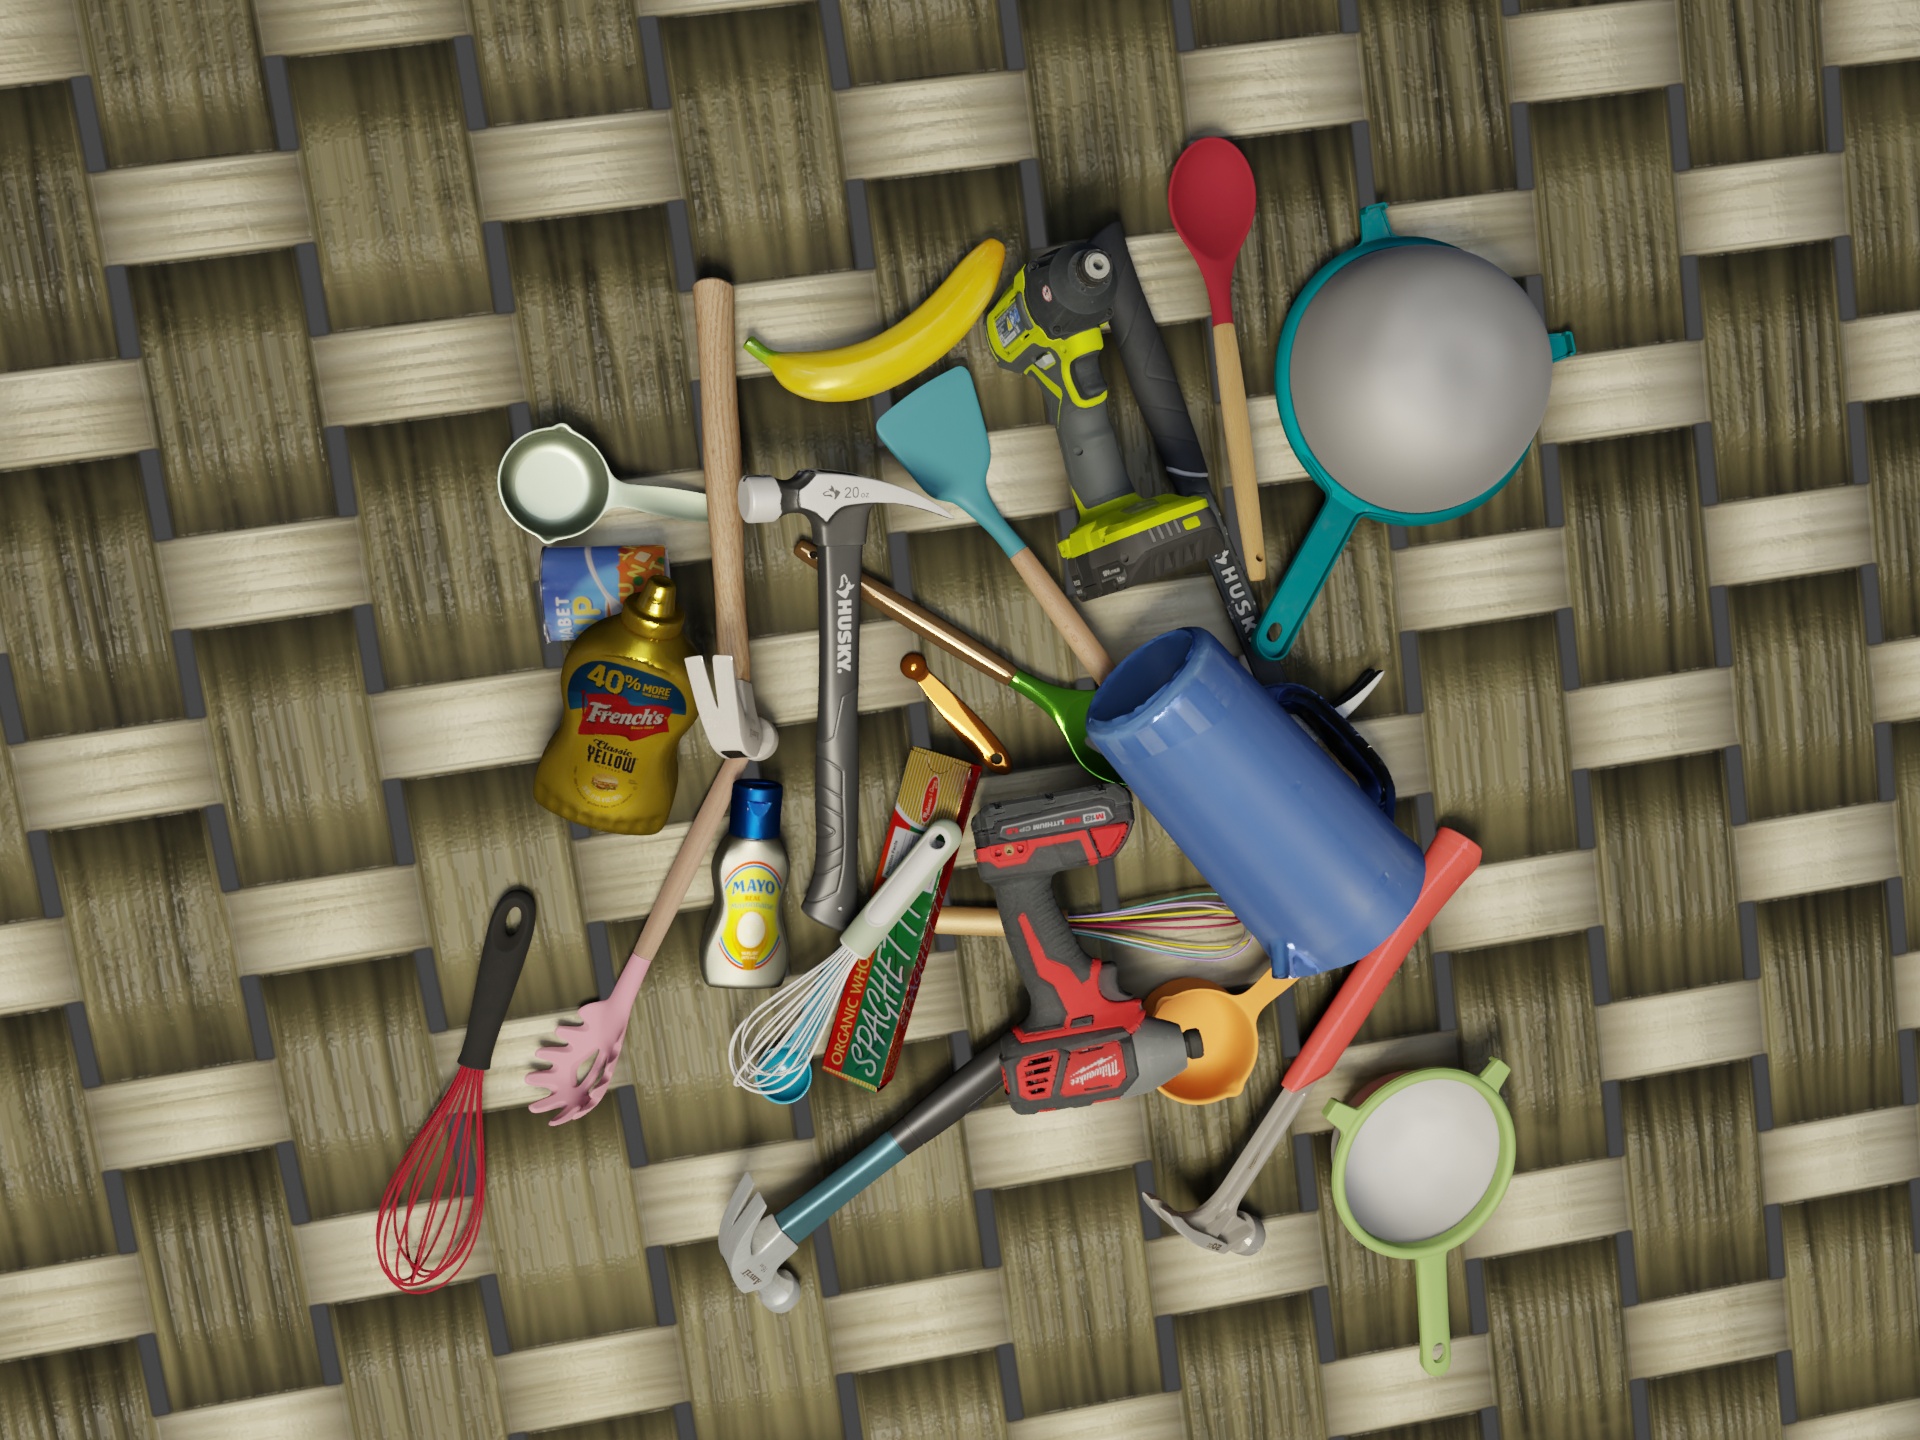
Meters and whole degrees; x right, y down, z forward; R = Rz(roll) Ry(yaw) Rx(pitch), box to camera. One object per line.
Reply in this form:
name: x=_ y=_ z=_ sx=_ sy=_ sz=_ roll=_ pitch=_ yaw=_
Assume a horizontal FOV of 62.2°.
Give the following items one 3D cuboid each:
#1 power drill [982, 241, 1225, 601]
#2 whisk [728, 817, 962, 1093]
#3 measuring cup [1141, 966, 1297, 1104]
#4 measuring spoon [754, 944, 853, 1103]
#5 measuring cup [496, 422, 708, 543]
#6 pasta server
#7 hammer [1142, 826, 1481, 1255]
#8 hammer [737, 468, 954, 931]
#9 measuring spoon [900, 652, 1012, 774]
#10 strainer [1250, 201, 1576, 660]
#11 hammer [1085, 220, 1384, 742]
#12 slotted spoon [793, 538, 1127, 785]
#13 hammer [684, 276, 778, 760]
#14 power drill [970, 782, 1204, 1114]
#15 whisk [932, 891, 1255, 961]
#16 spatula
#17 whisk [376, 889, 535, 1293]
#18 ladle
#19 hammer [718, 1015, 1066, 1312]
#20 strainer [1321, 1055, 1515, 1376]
power drill: x=0.092 y=-0.201 z=1.066 sx=0.080 sy=0.171 sz=0.223 roll=-22 pitch=94 yaw=-14
whisk: x=-0.081 y=0.167 z=1.126 sx=0.058 sy=0.059 sz=0.246 roll=40 pitch=95 yaw=14
measuring cup: x=0.205 y=0.209 z=1.188 sx=0.173 sy=0.052 sz=0.095 roll=-41 pitch=98 yaw=-3
measuring spoon: x=-0.109 y=0.222 z=1.177 sx=0.042 sy=0.021 sz=0.128 roll=27 pitch=83 yaw=4
measuring cup: x=-0.242 y=-0.158 z=1.120 sx=0.167 sy=0.038 sz=0.083 roll=7 pitch=93 yaw=-23
pasta server: x=-0.221 y=0.144 z=1.144 sx=0.060 sy=0.040 sz=0.316 roll=26 pitch=91 yaw=29
hammer: x=0.271 y=0.232 z=1.178 sx=0.359 sy=0.037 sz=0.149 roll=-56 pitch=137 yaw=-3
hammer: x=-0.081 y=-0.009 z=1.117 sx=0.146 sy=0.035 sz=0.334 roll=-6 pitch=108 yaw=-25
measuring spoon: x=-0.002 y=-0.004 z=1.165 sx=0.021 sy=0.011 sz=0.117 roll=-42 pitch=98 yaw=-1
strainer: x=0.306 y=-0.192 z=1.117 sx=0.211 sy=0.095 sz=0.340 roll=31 pitch=84 yaw=-10
hammer: x=0.177 y=-0.164 z=1.157 sx=0.149 sy=0.036 sz=0.409 roll=-23 pitch=97 yaw=-4
slotted spoon: x=0.017 y=-0.047 z=1.156 sx=0.313 sy=0.031 sz=0.070 roll=31 pitch=86 yaw=-6
hammer: x=-0.162 y=-0.140 z=1.089 sx=0.031 sy=0.130 sz=0.331 roll=-4 pitch=85 yaw=6
power drill: x=0.087 y=0.159 z=1.121 sx=0.143 sy=0.078 sz=0.220 roll=-9 pitch=85 yaw=1
whisk: x=0.100 y=0.149 z=1.176 sx=0.245 sy=0.047 sz=0.051 roll=3 pitch=80 yaw=-2
spatula: x=0.058 y=-0.101 z=1.135 sx=0.082 sy=0.044 sz=0.317 roll=-36 pitch=91 yaw=-17
whisk: x=-0.354 y=0.265 z=1.135 sx=0.073 sy=0.073 sz=0.296 roll=15 pitch=88 yaw=-7
ladle: x=0.192 y=-0.255 z=1.131 sx=0.069 sy=0.031 sz=0.315 roll=-6 pitch=87 yaw=-16
hammer: x=-0.035 y=0.301 z=1.163 sx=0.331 sy=0.033 sz=0.128 roll=-37 pitch=135 yaw=-7
strainer: x=0.343 y=0.373 z=1.213 sx=0.151 sy=0.069 sz=0.256 roll=-11 pitch=105 yaw=-13
